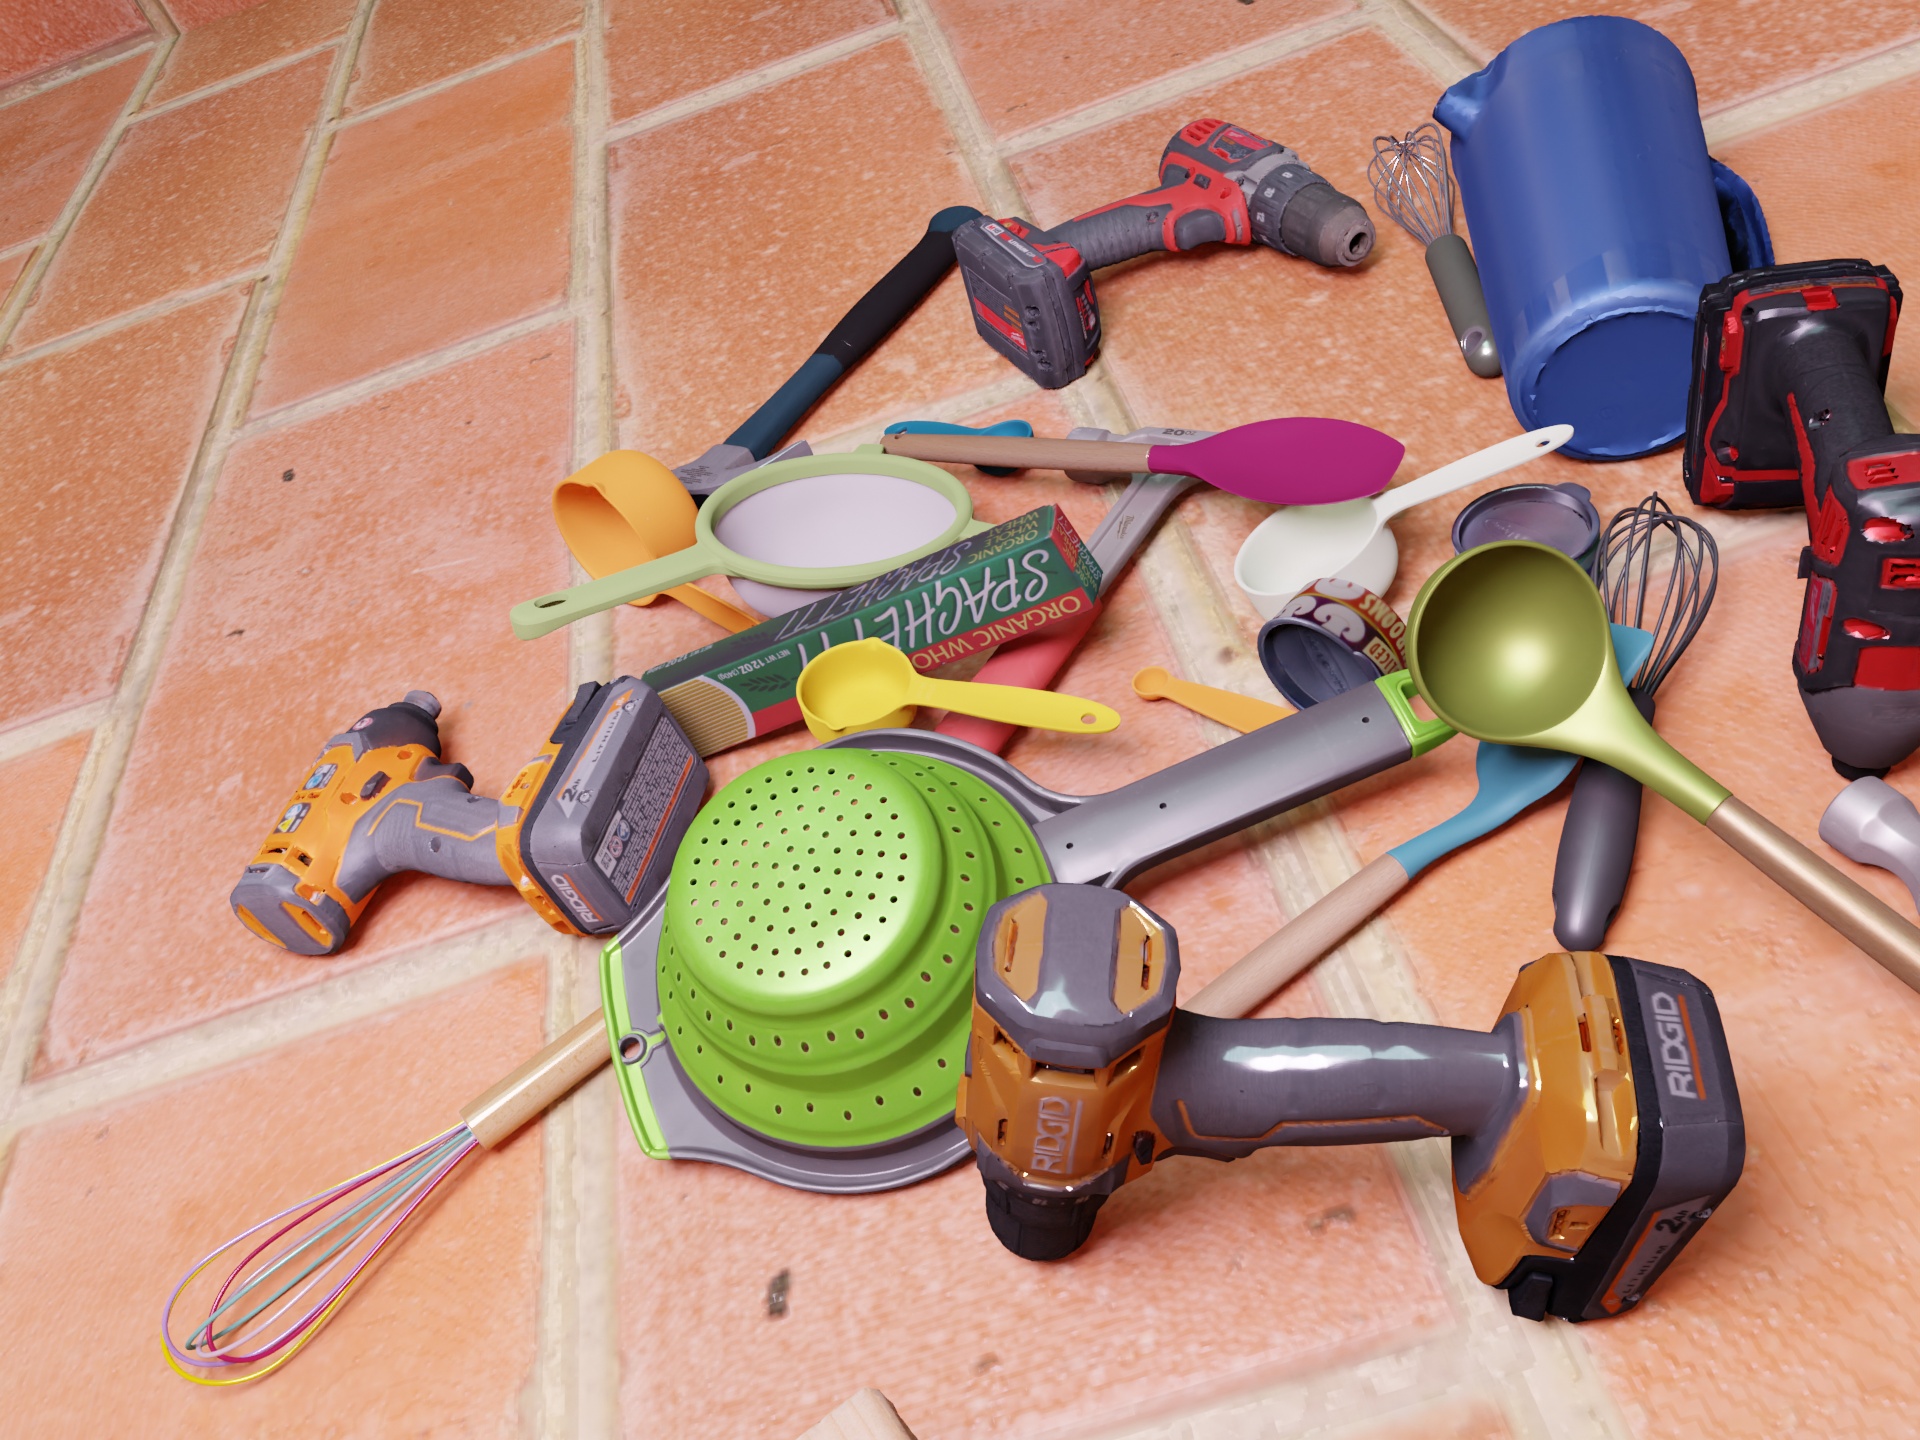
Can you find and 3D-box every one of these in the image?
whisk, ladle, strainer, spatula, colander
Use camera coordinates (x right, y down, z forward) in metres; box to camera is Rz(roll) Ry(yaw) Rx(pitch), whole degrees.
[{"bbox_3d":[0.288,-0.283,0.950,0.057,0.059,0.247,-49,30,39],"label":"whisk"},{"bbox_3d":[0.287,0.046,0.556,0.078,0.062,0.320,-48,60,6],"label":"ladle"},{"bbox_3d":[-0.228,0.195,0.690,0.245,0.051,0.047,-36,65,-20],"label":"whisk"},{"bbox_3d":[-0.111,-0.070,0.853,0.256,0.069,0.152,-22,38,-24],"label":"strainer"},{"bbox_3d":[0.153,0.066,0.649,0.317,0.044,0.082,-36,17,-11],"label":"spatula"},{"bbox_3d":[0.023,0.046,0.642,0.397,0.094,0.205,-23,58,2],"label":"colander"},{"bbox_3d":[0.279,-0.004,0.669,0.055,0.055,0.239,7,55,29],"label":"whisk"}]

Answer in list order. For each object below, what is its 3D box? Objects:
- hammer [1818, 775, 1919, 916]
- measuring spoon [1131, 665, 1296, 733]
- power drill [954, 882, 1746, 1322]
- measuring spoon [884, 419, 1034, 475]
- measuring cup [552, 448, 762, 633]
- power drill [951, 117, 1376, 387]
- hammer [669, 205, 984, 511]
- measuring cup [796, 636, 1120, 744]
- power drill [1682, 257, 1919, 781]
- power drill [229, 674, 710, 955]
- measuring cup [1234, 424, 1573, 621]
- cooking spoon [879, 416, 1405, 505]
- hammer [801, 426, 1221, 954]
[{"bbox_3d":[0.496,-0.007,0.586,0.331,0.031,0.130,-30,42,-8],"label":"hammer"},{"bbox_3d":[0.132,-0.002,0.755,0.117,0.011,0.021,22,58,34],"label":"measuring spoon"},{"bbox_3d":[0.111,0.139,0.529,0.226,0.185,0.084,7,47,3],"label":"power drill"},{"bbox_3d":[-0.002,-0.168,0.979,0.129,0.021,0.042,18,56,47],"label":"measuring spoon"},{"bbox_3d":[-0.162,-0.099,0.939,0.174,0.095,0.052,30,55,21],"label":"measuring cup"},{"bbox_3d":[0.130,-0.299,1.010,0.226,0.080,0.188,-28,43,-10],"label":"power drill"},{"bbox_3d":[-0.084,-0.250,1.080,0.128,0.033,0.331,15,54,35],"label":"hammer"},{"bbox_3d":[-0.001,-0.002,0.752,0.156,0.029,0.062,8,49,14],"label":"measuring cup"},{"bbox_3d":[0.360,-0.086,0.654,0.078,0.143,0.220,-3,39,15],"label":"power drill"},{"bbox_3d":[-0.250,0.039,0.825,0.226,0.084,0.164,-6,44,24],"label":"power drill"},{"bbox_3d":[0.215,-0.092,0.762,0.167,0.038,0.083,-23,33,20],"label":"measuring cup"},{"bbox_3d":[0.082,-0.142,0.855,0.319,0.017,0.069,10,51,36],"label":"cooking spoon"},{"bbox_3d":[0.040,-0.027,0.798,0.149,0.036,0.359,14,53,34],"label":"hammer"}]
